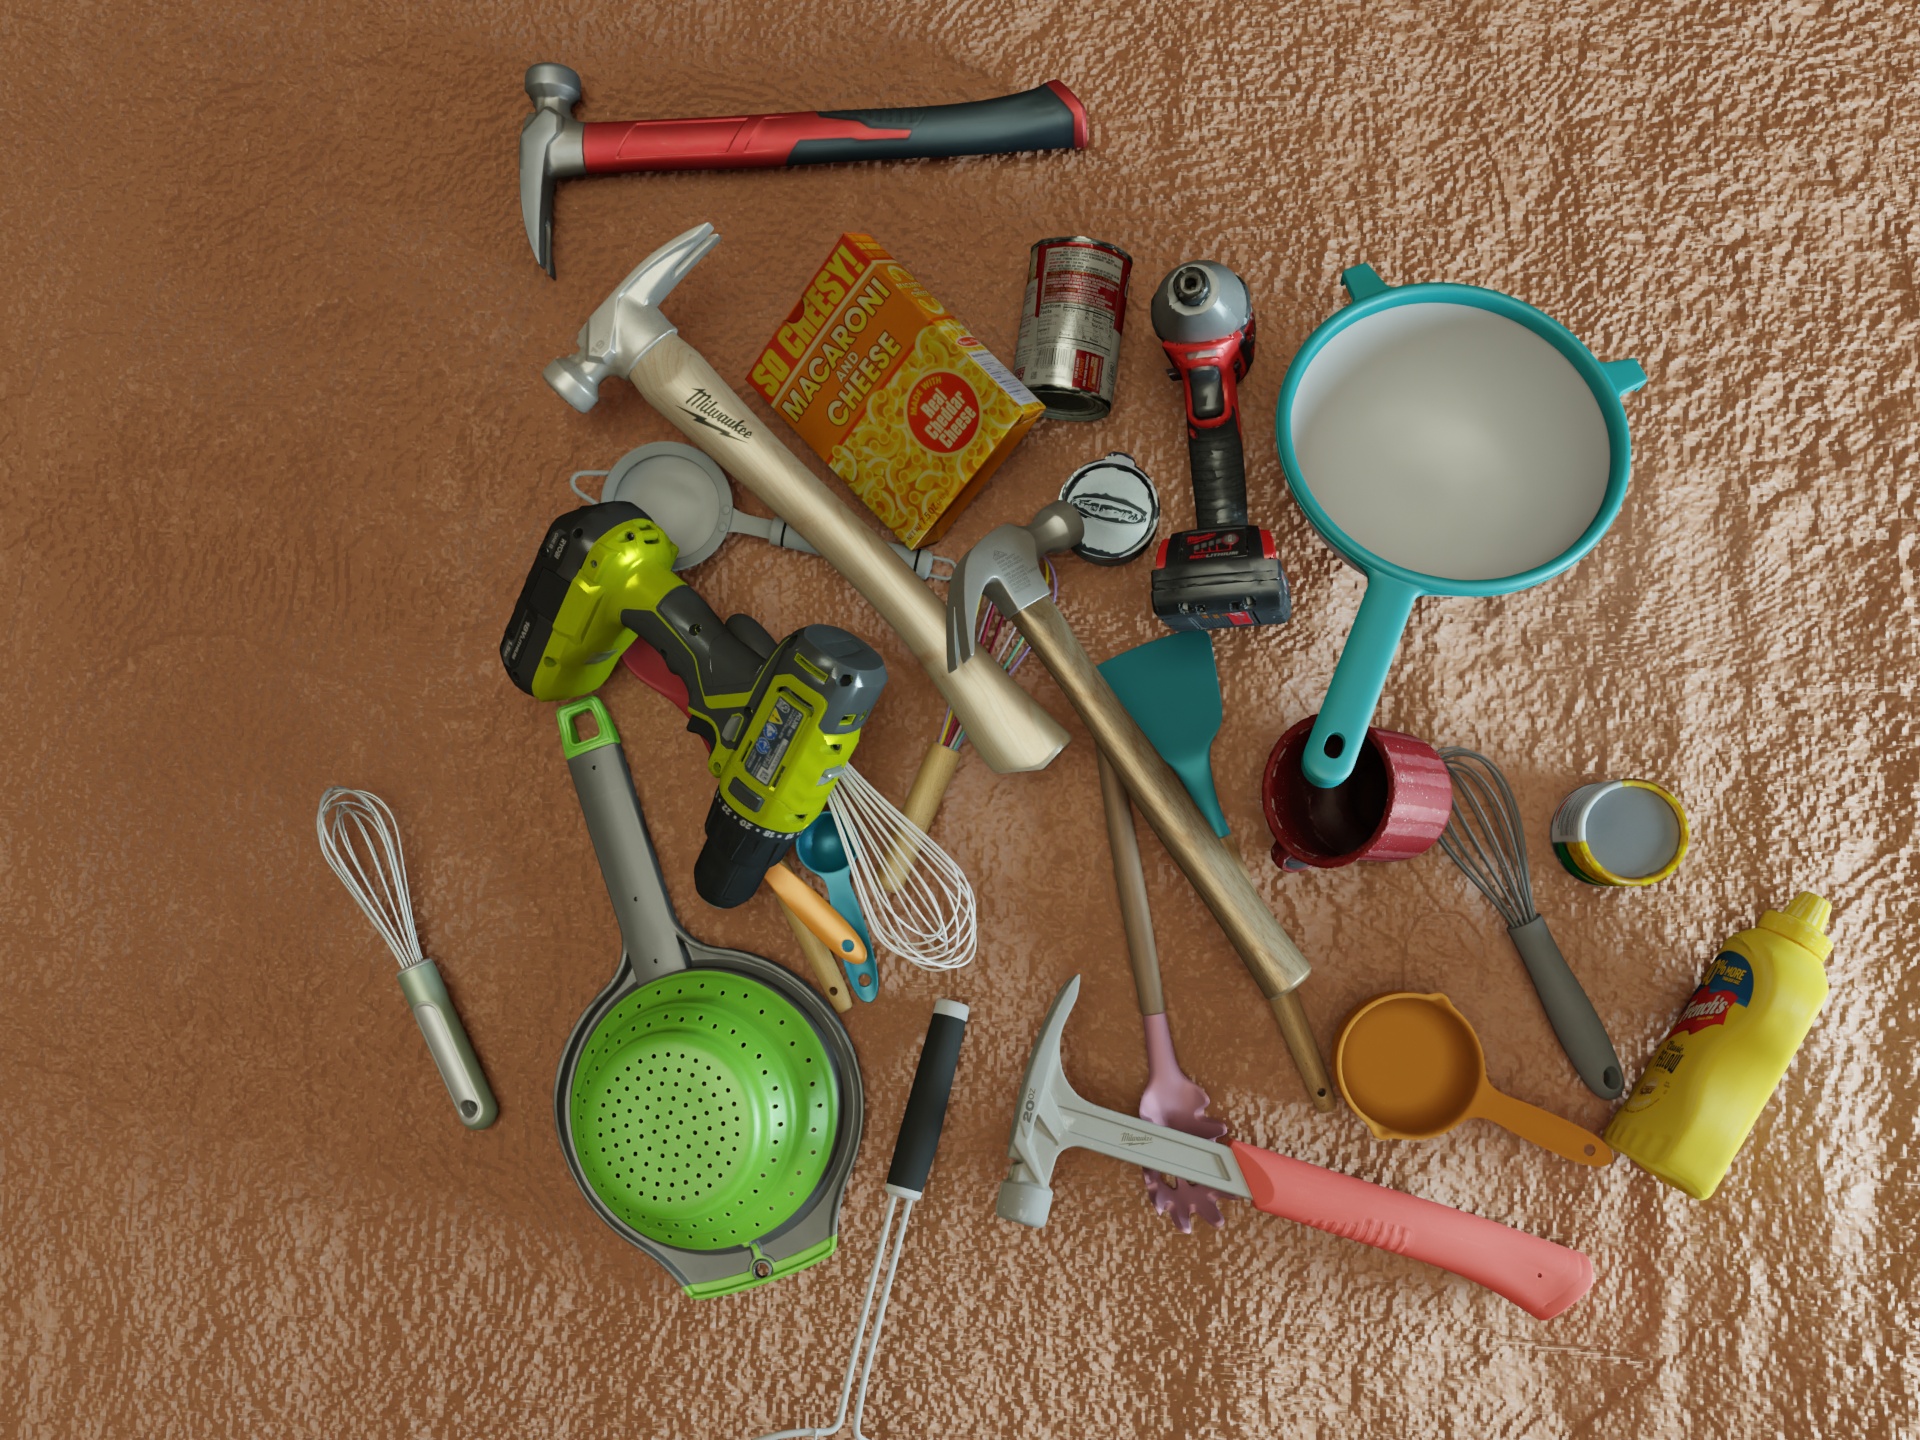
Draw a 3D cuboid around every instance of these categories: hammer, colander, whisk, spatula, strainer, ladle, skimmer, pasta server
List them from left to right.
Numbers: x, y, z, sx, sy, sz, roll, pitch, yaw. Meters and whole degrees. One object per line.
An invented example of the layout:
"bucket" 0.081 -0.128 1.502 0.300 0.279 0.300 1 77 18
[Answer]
"whisk" -0.362 0.155 1.044 0.058 0.059 0.246 -26 87 14
"colander" -0.195 0.169 1.001 0.204 0.094 0.397 -20 82 5
"ladle" -0.144 0.047 1.046 0.069 0.031 0.315 -28 84 12
"strainer" -0.128 -0.125 1.056 0.258 0.050 0.087 13 86 0
"hammer" -0.107 -0.381 1.080 0.386 0.038 0.143 -1 85 5
"hammer" -0.077 -0.130 1.006 0.146 0.038 0.411 -45 84 5
"whisk" -0.075 0.040 1.011 0.070 0.070 0.285 -35 69 1
"skimmer" -0.063 0.354 1.001 0.127 0.090 0.363 20 74 -17
"whisk" -0.003 -0.004 1.031 0.051 0.047 0.245 24 90 21
"hammer" 0.105 0.025 0.968 0.130 0.031 0.331 -31 85 -32
"pasta server" 0.120 0.158 1.006 0.060 0.040 0.316 -8 82 -9
"spatula" 0.176 0.097 1.016 0.082 0.044 0.317 -21 87 3
"hammer" 0.208 0.275 0.960 0.359 0.036 0.149 18 76 -2
"strainer" 0.269 -0.102 0.970 0.211 0.095 0.340 22 73 8
"whisk" 0.352 0.125 0.987 0.055 0.055 0.239 -26 87 2

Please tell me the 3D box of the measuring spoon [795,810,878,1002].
"measuring spoon" -0.076 0.121 1.040 0.042 0.021 0.128 -15 92 -2

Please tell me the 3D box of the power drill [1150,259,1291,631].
"power drill" 0.156 -0.171 0.984 0.078 0.143 0.220 -4 86 14

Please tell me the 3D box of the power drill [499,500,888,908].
"power drill" -0.172 -0.011 0.985 0.229 0.080 0.190 37 113 17

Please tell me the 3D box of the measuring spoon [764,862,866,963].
"measuring spoon" -0.104 0.114 1.022 0.117 0.011 0.021 44 89 3

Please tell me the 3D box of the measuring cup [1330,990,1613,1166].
"measuring cup" 0.310 0.228 0.975 0.173 0.052 0.095 25 87 5
